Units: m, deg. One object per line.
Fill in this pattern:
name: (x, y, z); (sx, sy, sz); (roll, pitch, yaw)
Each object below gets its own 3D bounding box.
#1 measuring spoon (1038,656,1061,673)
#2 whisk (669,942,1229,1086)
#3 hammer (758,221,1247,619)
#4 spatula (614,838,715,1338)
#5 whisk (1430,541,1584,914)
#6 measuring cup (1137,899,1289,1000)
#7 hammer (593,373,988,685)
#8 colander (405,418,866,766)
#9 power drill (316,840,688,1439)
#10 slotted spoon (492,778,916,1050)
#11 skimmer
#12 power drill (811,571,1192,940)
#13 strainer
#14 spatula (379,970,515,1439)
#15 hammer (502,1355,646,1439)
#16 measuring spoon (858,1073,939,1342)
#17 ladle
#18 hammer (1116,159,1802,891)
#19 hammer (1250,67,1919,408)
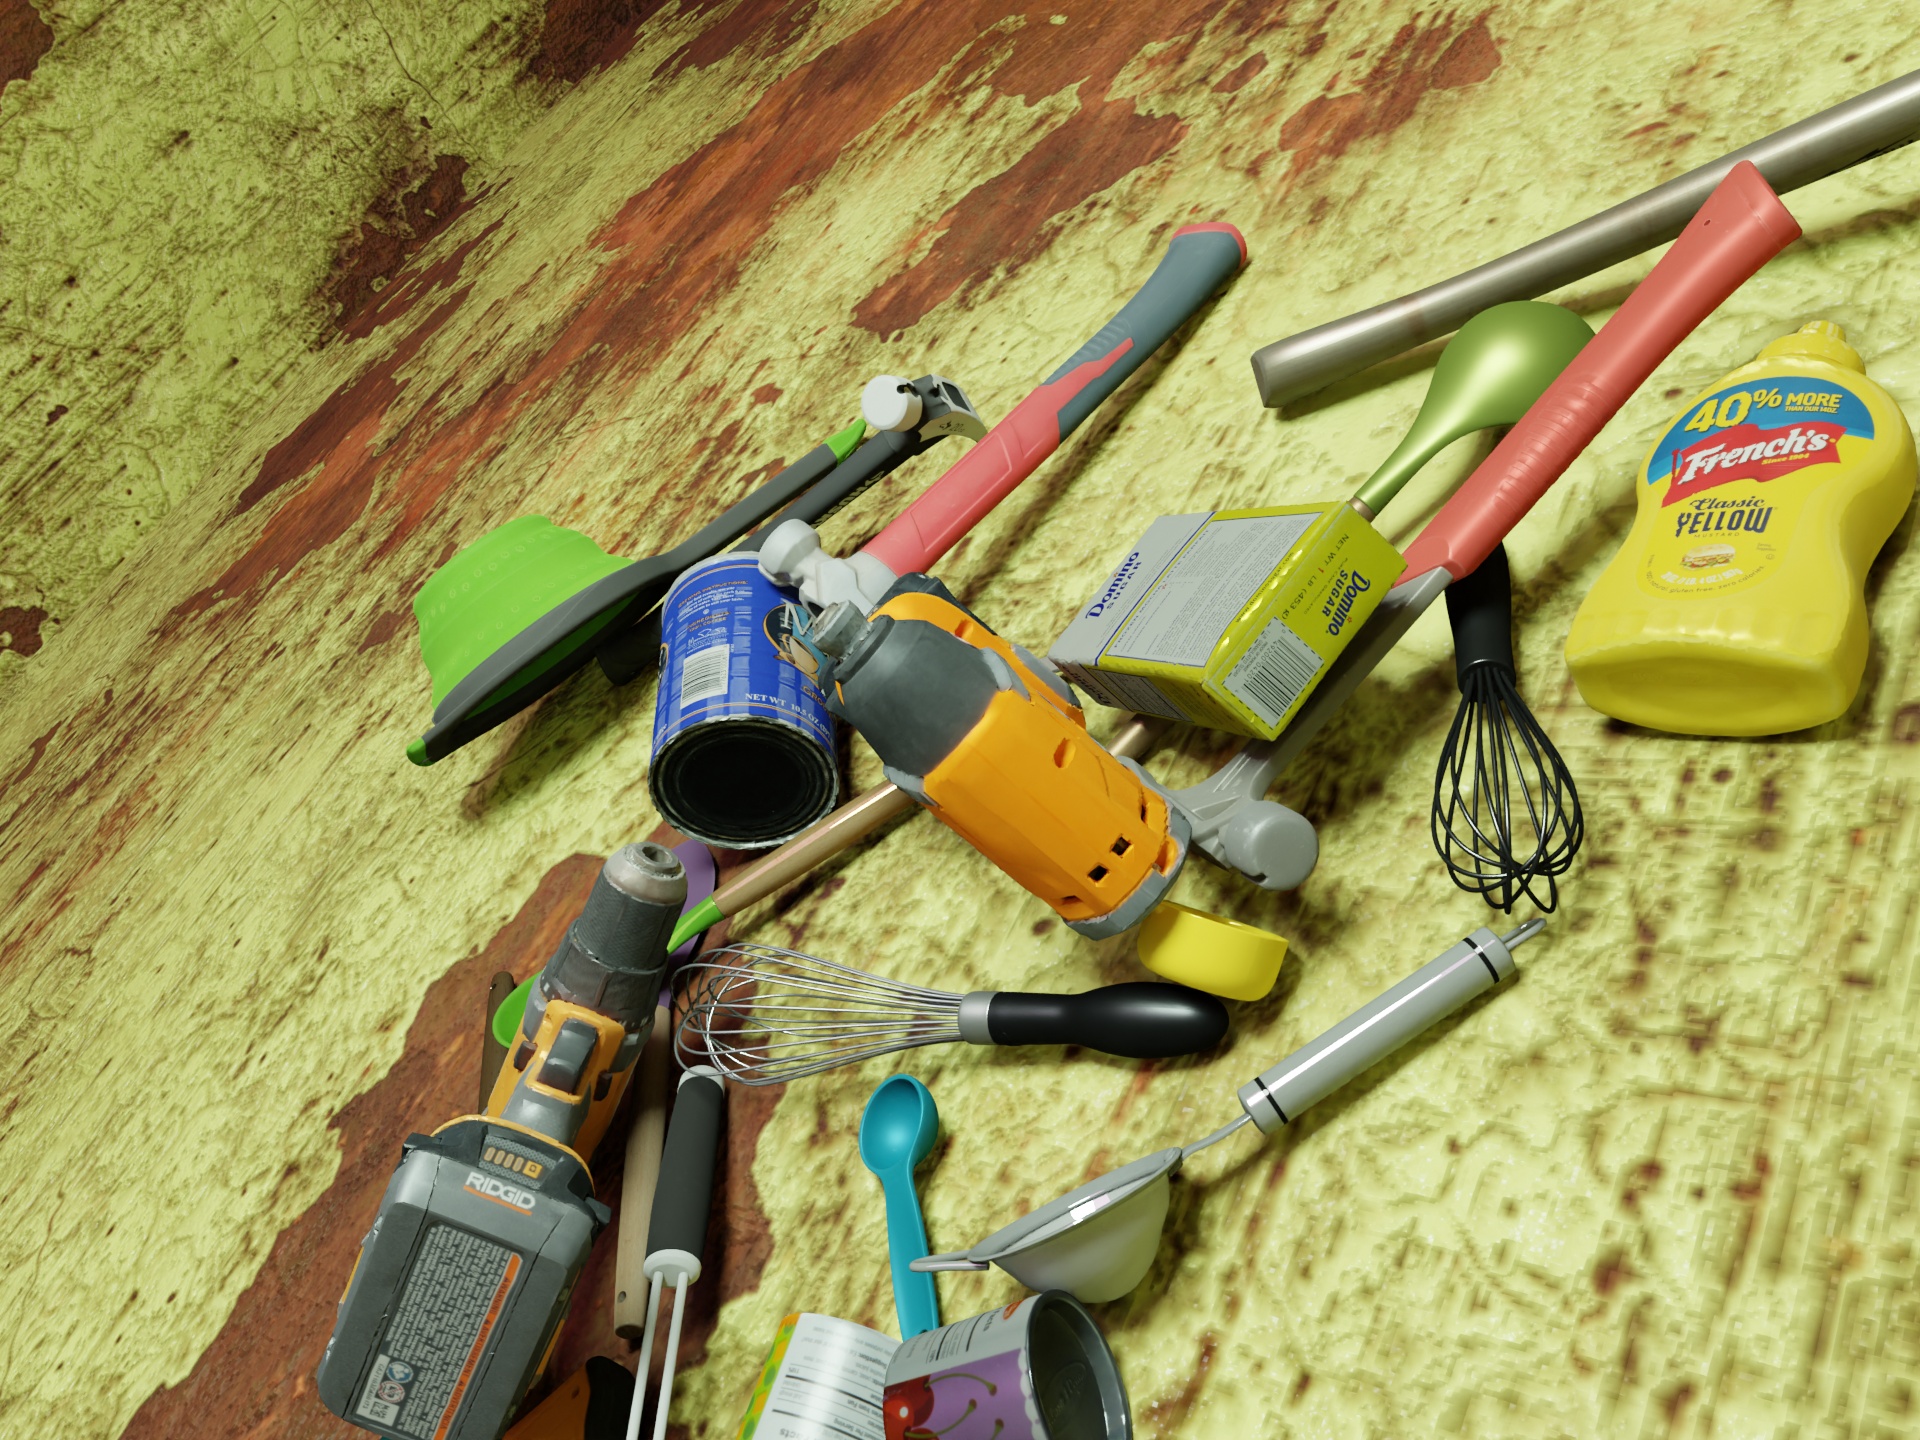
measuring spoon: (0.068, -0.030, 0.827); (0.124, 0.018, 0.034); (-18, 34, 20)
whisk: (-0.015, 0.129, 0.689); (0.285, 0.070, 0.070); (-6, 46, 33)
hammer: (0.063, -0.171, 0.943); (0.143, 0.038, 0.386); (38, 65, 13)
spatula: (-0.154, 0.168, 0.809); (0.060, 0.018, 0.316); (-29, 34, 15)
whisk: (0.214, -0.015, 0.638); (0.055, 0.055, 0.239); (-20, 33, 28)
measuring cup: (0.075, 0.086, 0.662); (0.156, 0.062, 0.029); (8, 82, 63)
hammer: (-0.123, -0.117, 1.052); (0.334, 0.035, 0.146); (-34, -10, 27)
colander: (-0.242, -0.124, 1.112); (0.397, 0.094, 0.204); (-38, 3, -15)
power drill: (-0.177, 0.166, 0.679); (0.226, 0.084, 0.185); (-86, 21, -71)
slotted spoon: (-0.103, 0.084, 0.829); (0.314, 0.031, 0.070); (-33, 33, 0)
skimmer: (-0.124, 0.279, 0.617); (0.364, 0.127, 0.090); (-96, 17, -64)
power drill: (-0.001, -0.002, 0.677); (0.084, 0.164, 0.226); (-49, 13, 2)
strainer: (0.102, 0.144, 0.565); (0.258, 0.050, 0.087); (-34, -10, 0)
spatula: (-0.244, 0.228, 0.805); (0.082, 0.044, 0.318); (-40, 32, 11)
hammer: (-0.268, 0.381, 0.659); (0.337, 0.034, 0.127); (-41, 34, -1)
measuring spoon: (-0.016, 0.202, 0.639); (0.042, 0.021, 0.129); (-42, 39, 28)
ladle: (0.177, -0.076, 0.755); (0.320, 0.062, 0.078); (-46, 48, 4)
hammer: (0.210, -0.085, 0.661); (0.359, 0.036, 0.149); (-48, 18, 0)
hammer: (0.321, -0.232, 0.756); (0.410, 0.038, 0.146); (-16, -2, 43)
